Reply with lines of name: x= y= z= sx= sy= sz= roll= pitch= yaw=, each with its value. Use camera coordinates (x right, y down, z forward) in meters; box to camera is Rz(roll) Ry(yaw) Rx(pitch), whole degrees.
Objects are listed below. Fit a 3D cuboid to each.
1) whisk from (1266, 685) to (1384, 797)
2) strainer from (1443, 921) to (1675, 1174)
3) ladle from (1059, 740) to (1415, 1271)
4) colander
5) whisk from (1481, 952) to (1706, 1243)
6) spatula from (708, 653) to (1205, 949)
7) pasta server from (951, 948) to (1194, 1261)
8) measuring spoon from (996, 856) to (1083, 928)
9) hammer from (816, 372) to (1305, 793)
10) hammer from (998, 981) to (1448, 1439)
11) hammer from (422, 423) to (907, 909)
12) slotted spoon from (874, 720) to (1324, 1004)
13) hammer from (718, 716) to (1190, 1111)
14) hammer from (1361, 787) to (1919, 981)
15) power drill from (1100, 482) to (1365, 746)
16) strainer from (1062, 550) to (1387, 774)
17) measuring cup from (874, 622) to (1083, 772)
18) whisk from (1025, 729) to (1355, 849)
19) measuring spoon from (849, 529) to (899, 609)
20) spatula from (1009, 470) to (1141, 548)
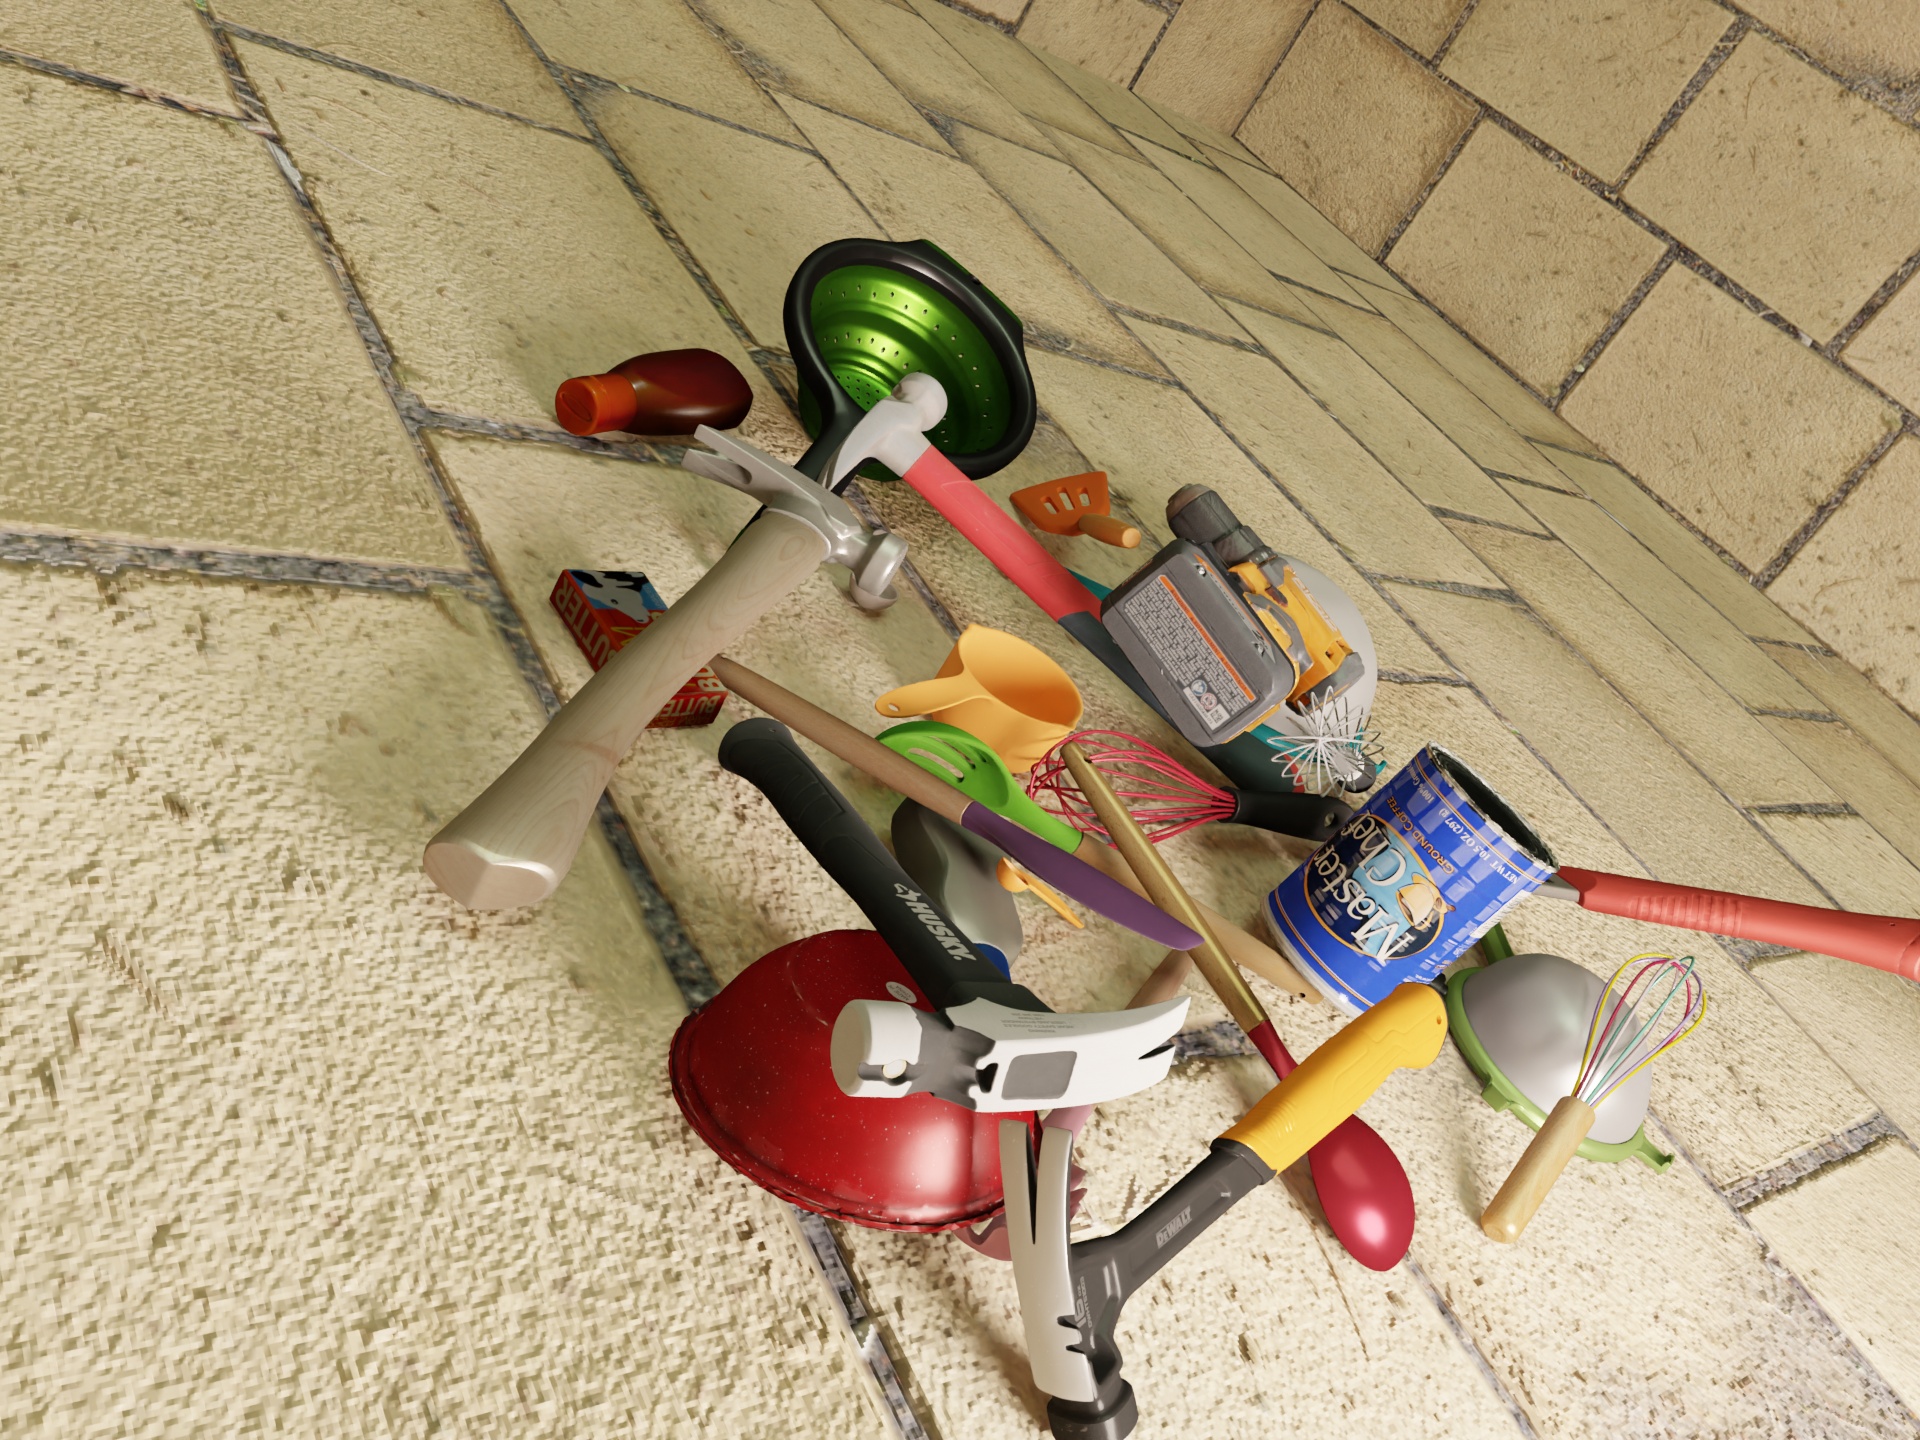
whisk: x=0.258 y=0.026 z=1.067 sx=0.070 sy=0.070 sz=0.284 roll=45 pitch=8 yaw=18
strainer: x=0.384 y=0.166 z=1.046 sx=0.151 sy=0.069 sz=0.257 roll=23 pitch=33 yaw=-19
ladle: x=0.141 y=0.138 z=0.832 sx=0.069 sy=0.031 sz=0.316 roll=-11 pitch=61 yaw=-48
colander: x=-0.082 y=-0.192 z=1.110 sx=0.204 sy=0.094 sz=0.397 roll=39 pitch=46 yaw=-10
whisk: x=0.366 y=0.210 z=0.910 sx=0.245 sy=0.051 sz=0.047 roll=-38 pitch=89 yaw=-34
spatula: x=-0.017 y=0.035 z=0.807 sx=0.316 sy=0.018 sz=0.059 roll=29 pitch=13 yaw=25
pasta server: x=0.068 y=0.166 z=0.764 sx=0.060 sy=0.040 sz=0.316 roll=25 pitch=25 yaw=17
measuring spoon: x=0.042 y=0.094 z=0.827 sx=0.021 sy=0.011 sz=0.116 roll=50 pitch=4 yaw=29
hammer: x=0.074 y=-0.061 z=1.049 sx=0.386 sy=0.038 sz=0.143 roll=42 pitch=47 yaw=-7
hammer: x=0.136 y=0.179 z=0.713 sx=0.337 sy=0.034 sz=0.127 roll=-18 pitch=100 yaw=-48
hammer: x=-0.152 y=-0.041 z=0.800 sx=0.146 sy=0.038 sz=0.411 roll=31 pitch=32 yaw=-1
slotted spoon: x=0.084 y=0.082 z=0.896 sx=0.313 sy=0.070 sz=0.031 roll=32 pitch=52 yaw=-15
hammer: x=-0.034 y=0.068 z=0.691 sx=0.146 sy=0.035 sz=0.335 roll=8 pitch=16 yaw=-28
hammer: x=0.433 y=0.110 z=1.032 sx=0.359 sy=0.036 sz=0.149 roll=9 pitch=23 yaw=21
power drill: x=0.174 y=-0.079 z=1.058 sx=0.185 sy=0.084 sz=0.226 roll=55 pitch=28 yaw=10
strainer: x=0.195 y=-0.093 z=1.215 sx=0.340 sy=0.095 sz=0.211 roll=22 pitch=32 yaw=-23
measuring cup: x=-0.001 y=-0.003 z=0.932 sx=0.095 sy=0.052 sz=0.173 roll=47 pitch=34 yaw=22
whisk: x=0.151 y=0.051 z=0.989 sx=0.295 sy=0.073 sz=0.073 roll=9 pitch=38 yaw=-39
measuring spoon: x=-0.057 y=-0.101 z=1.063 sx=0.034 sy=0.018 sz=0.124 roll=28 pitch=23 yaw=-11
spatula: x=0.093 y=-0.149 z=1.139 sx=0.081 sy=0.041 sz=0.323 roll=-14 pitch=11 yaw=-1
